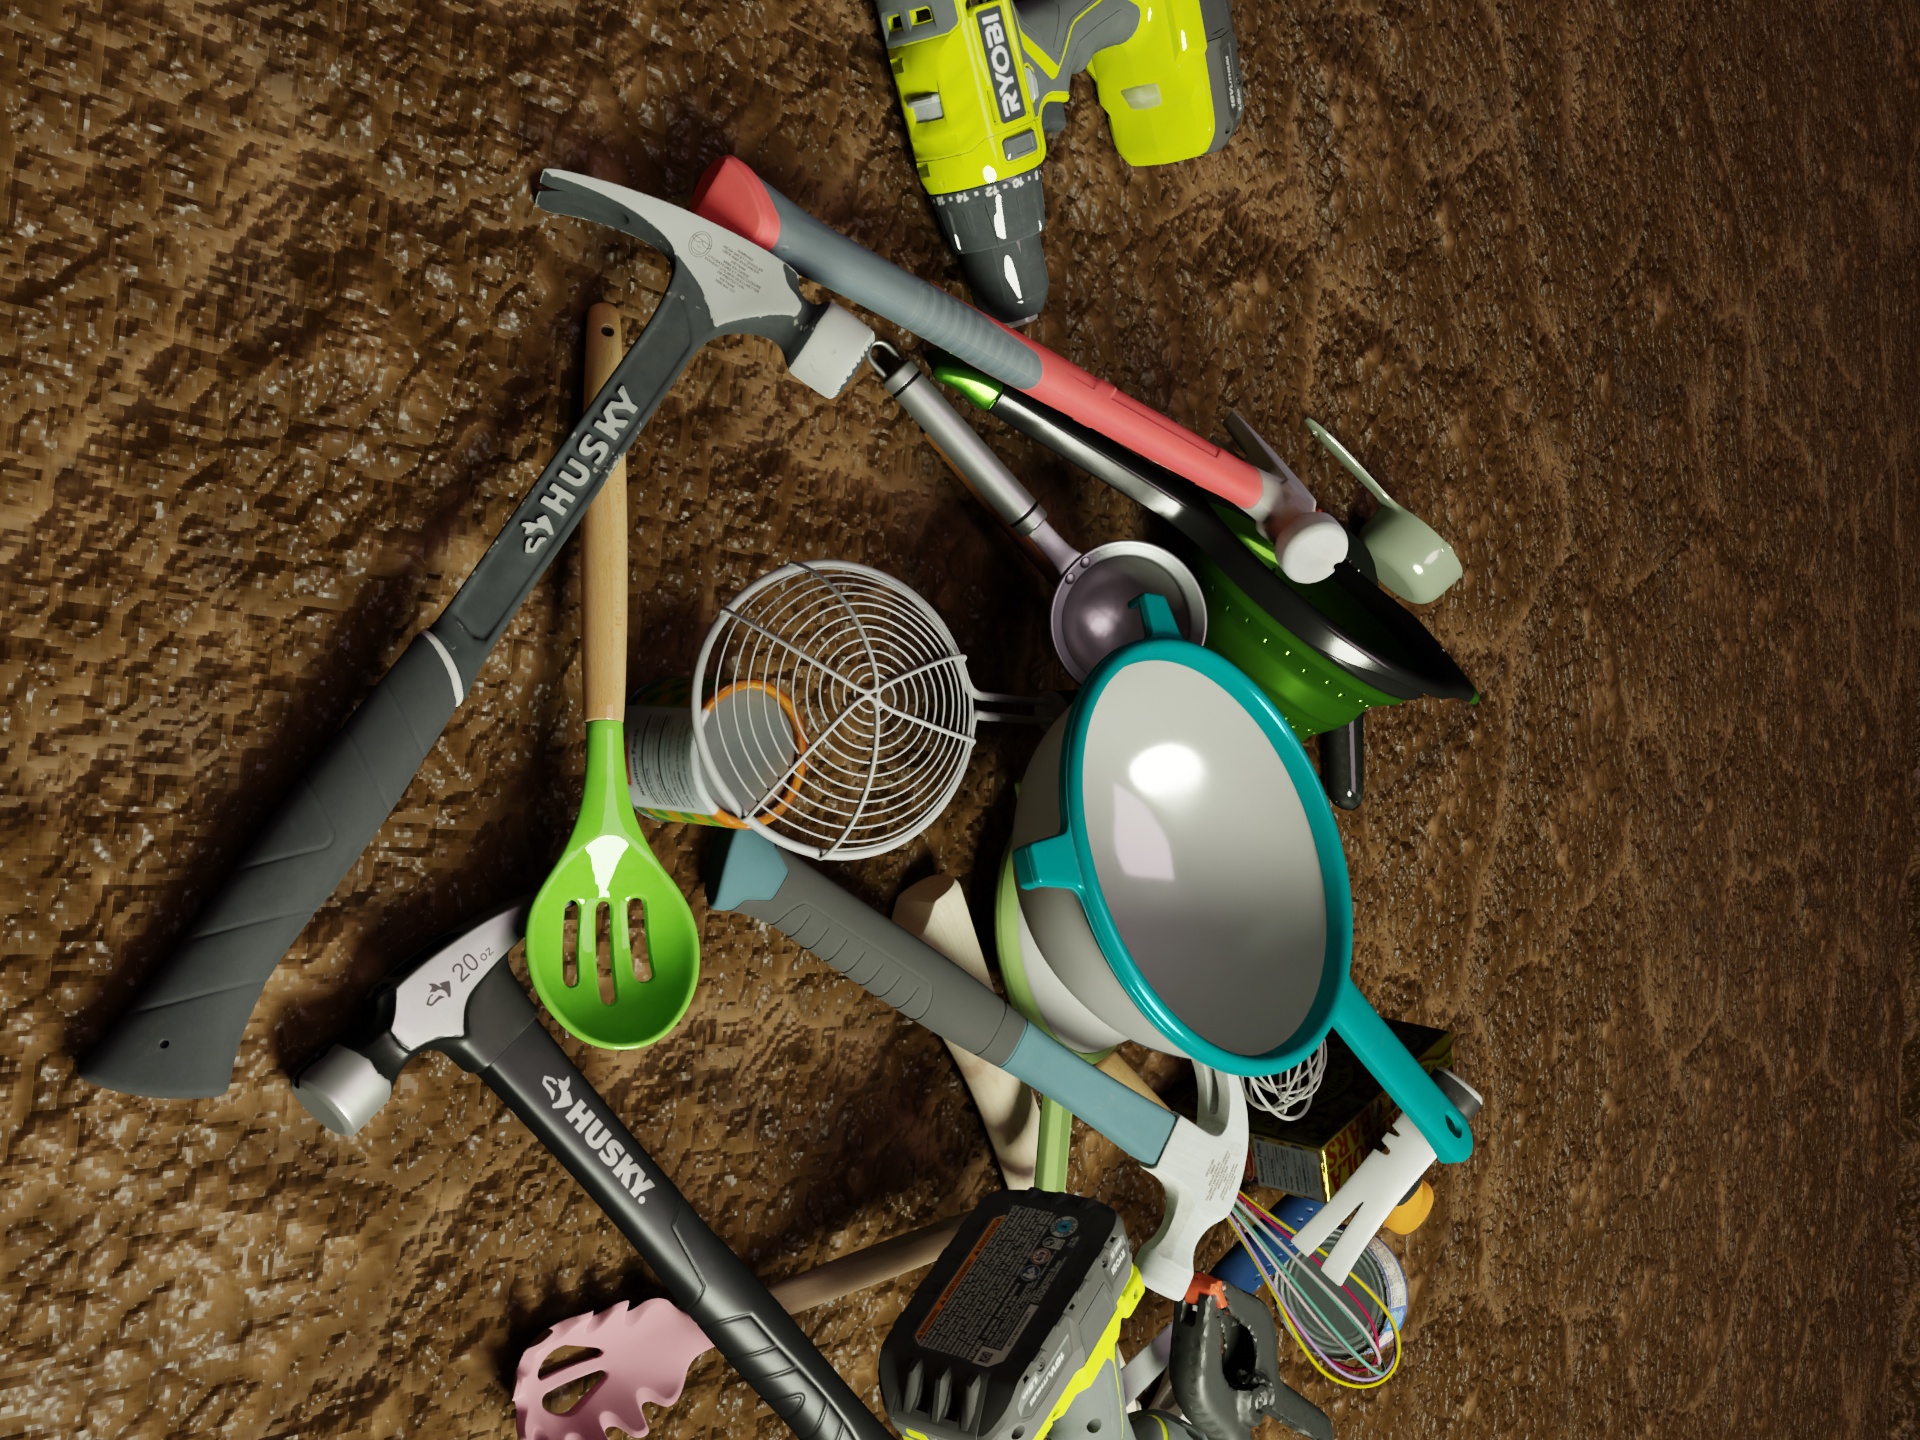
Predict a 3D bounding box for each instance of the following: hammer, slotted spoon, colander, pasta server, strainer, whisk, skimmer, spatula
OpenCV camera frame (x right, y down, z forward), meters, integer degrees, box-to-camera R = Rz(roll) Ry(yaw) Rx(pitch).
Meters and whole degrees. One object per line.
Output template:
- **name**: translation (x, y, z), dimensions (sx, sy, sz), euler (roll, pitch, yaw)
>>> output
- **hammer**: translation (0.145, 0.346, 0.948), dimensions (0.405, 0.035, 0.144), euler (-21, 105, -47)
- **slotted spoon**: translation (-0.145, -0.024, 0.656), dimensions (0.070, 0.031, 0.314), euler (3, 78, -28)
- **hammer**: translation (0.270, 0.298, 0.993), dimensions (0.127, 0.034, 0.336), euler (-48, 154, -6)
- **colander**: translation (0.124, -0.084, 0.925), dimensions (0.396, 0.205, 0.094), euler (26, 114, -27)
- **hammer**: translation (-0.116, 0.217, 0.673), dimensions (0.334, 0.035, 0.146), euler (55, 50, -18)
- **pasta server**: translation (-0.066, 0.267, 0.746), dimensions (0.316, 0.040, 0.060), euler (-6, 84, -39)
- **strainer**: translation (0.041, -0.100, 0.831), dimensions (0.087, 0.050, 0.258), euler (-45, 103, -7)
- **hammer**: translation (0.050, 0.267, 0.895), dimensions (0.146, 0.038, 0.410), euler (-36, 116, -42)
- **hammer**: translation (-0.192, -0.040, 0.609), dimensions (0.149, 0.036, 0.409), euler (34, 70, -11)
- **hammer**: translation (0.035, -0.183, 0.807), dimensions (0.386, 0.143, 0.038), euler (21, 118, -33)
- **whisk**: translation (0.202, 0.139, 1.001), dimensions (0.059, 0.058, 0.247), euler (34, 43, -24)
- **hammer**: translation (0.013, 0.151, 0.776), dimensions (0.330, 0.033, 0.128), euler (36, 71, -19)
- **skimmer**: translation (-0.001, -0.003, 0.787), dimensions (0.363, 0.090, 0.127), euler (4, 78, -69)
- **spatula**: translation (0.079, -0.045, 0.901), dimensions (0.041, 0.081, 0.322), euler (-40, 116, 10)
- **whisk**: translation (0.161, 0.290, 0.925), dimensions (0.245, 0.047, 0.051), euler (47, 22, 7)
- **strainer**: translation (0.132, 0.117, 0.795), dimensions (0.340, 0.095, 0.211), euler (48, 44, -21)
- **strainer**: translation (0.078, 0.160, 0.855), dimensions (0.151, 0.069, 0.257), euler (41, 47, -44)

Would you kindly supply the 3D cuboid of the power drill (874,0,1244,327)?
- **power drill**: translation (0.058, -0.335, 0.862), dimensions (0.228, 0.080, 0.190), euler (-36, 121, -38)

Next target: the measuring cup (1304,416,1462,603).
- **measuring cup**: translation (0.288, -0.146, 1.130), dimensions (0.167, 0.083, 0.038), euler (42, 91, -18)

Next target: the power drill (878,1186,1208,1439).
- **power drill**: translation (0.046, 0.350, 0.746), dimensions (0.171, 0.080, 0.223), euler (-44, 124, -45)
